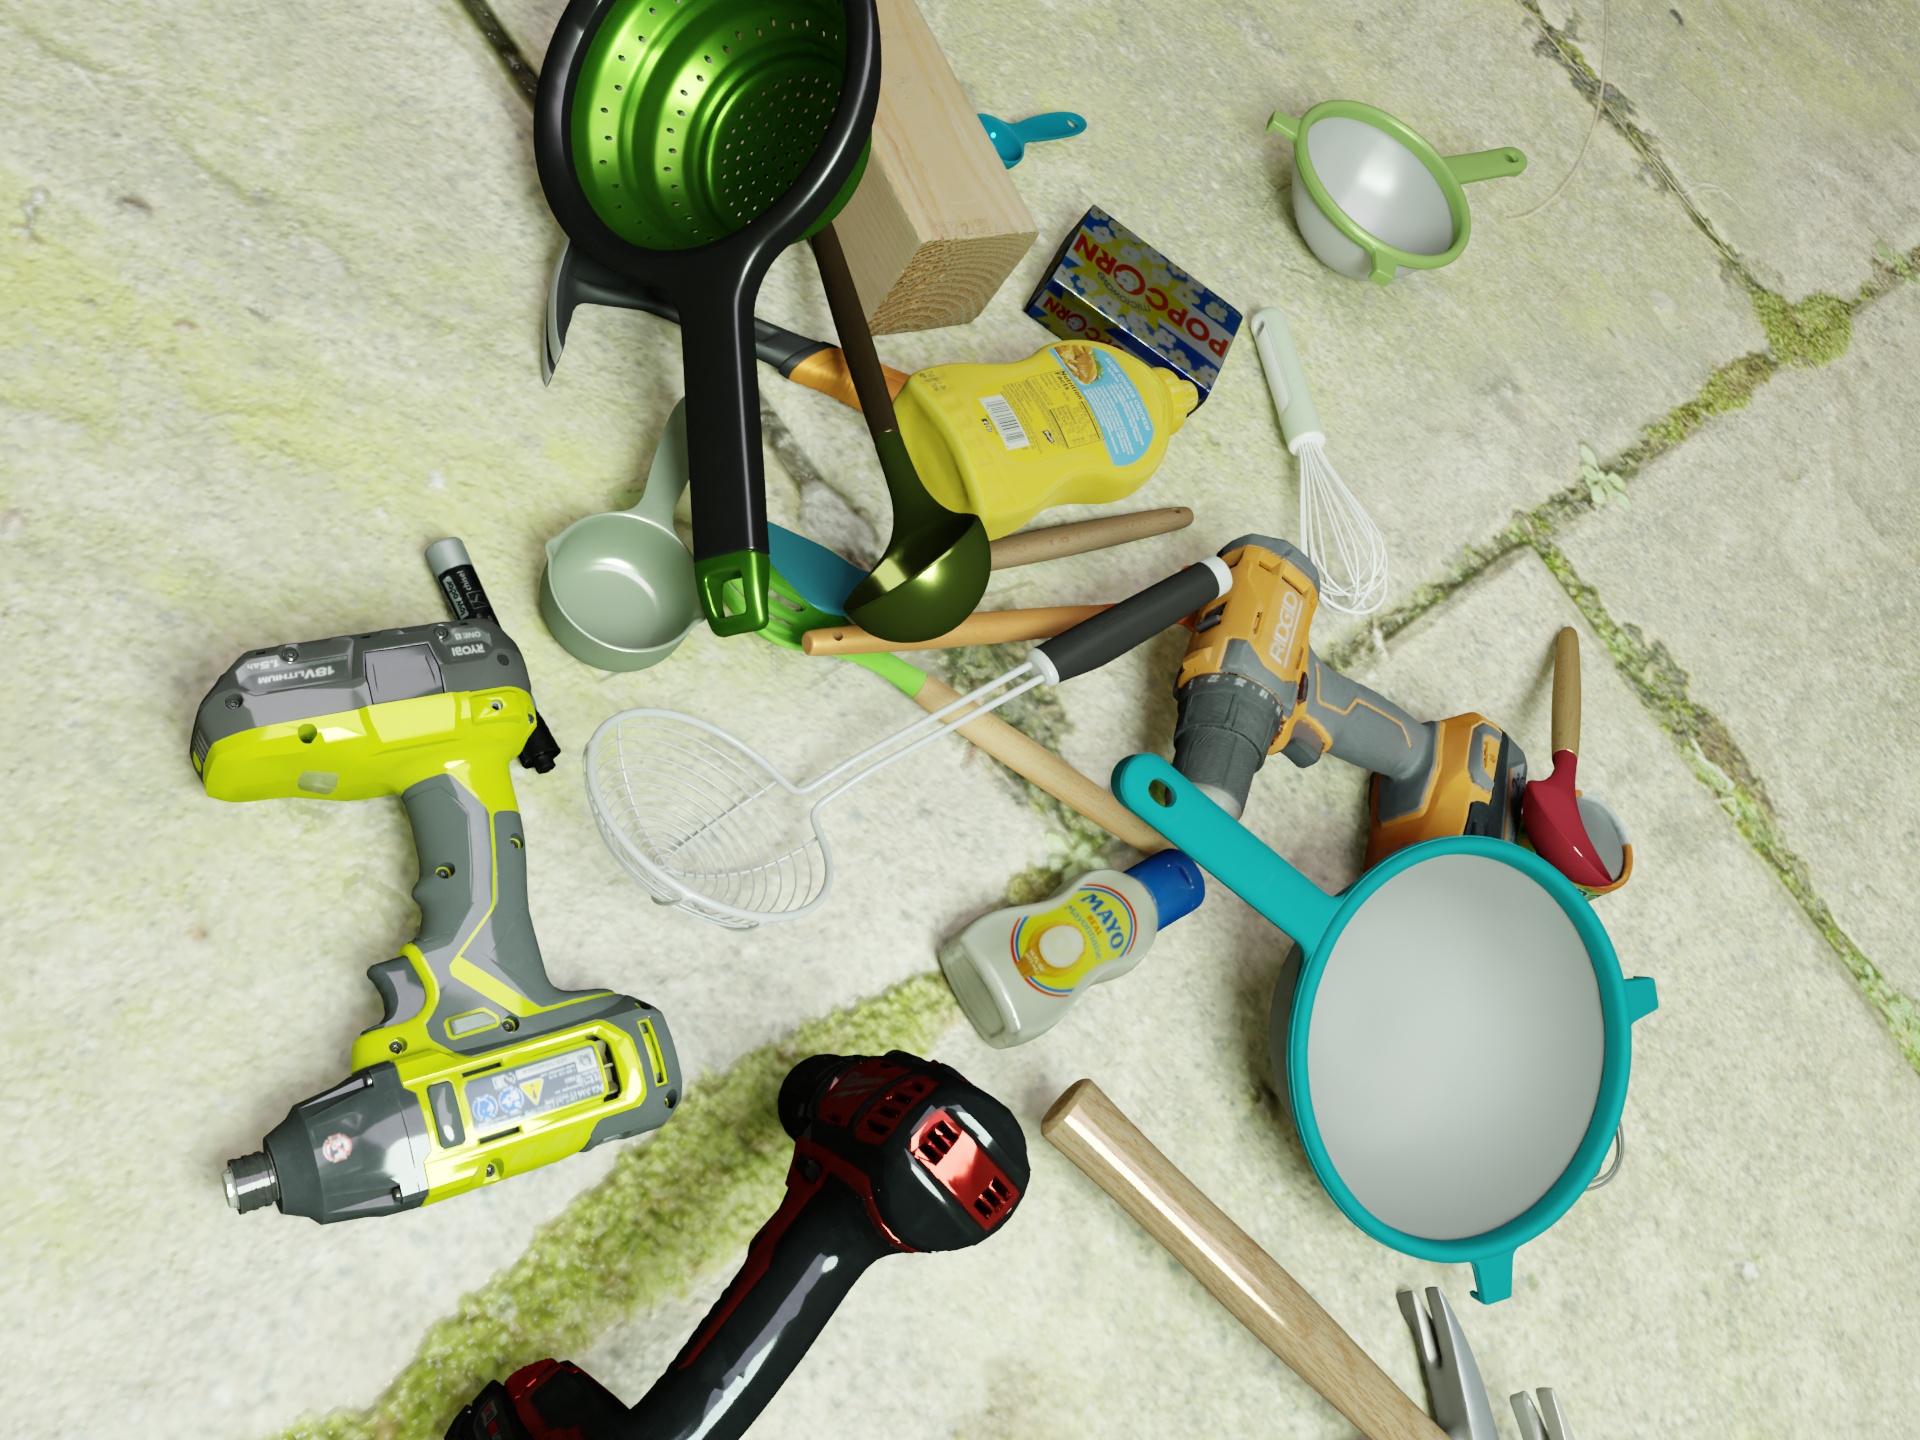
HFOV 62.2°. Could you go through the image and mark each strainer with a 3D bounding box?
[{"bbox_3d":[0.331,-0.389,1.190,0.256,0.069,0.151,-22,76,-36],"label":"strainer"},{"bbox_3d":[0.189,0.126,0.814,0.340,0.095,0.211,39,74,-15],"label":"strainer"}]

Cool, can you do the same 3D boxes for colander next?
[{"bbox_3d":[-0.106,-0.233,0.814,0.094,0.204,0.397,14,69,-63],"label":"colander"}]

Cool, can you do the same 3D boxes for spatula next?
[{"bbox_3d":[0.054,-0.050,0.875,0.322,0.041,0.081,-7,70,-34],"label":"spatula"},{"bbox_3d":[0.021,-0.099,0.887,0.317,0.044,0.082,-16,50,-36],"label":"spatula"}]

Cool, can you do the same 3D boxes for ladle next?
[{"bbox_3d":[-0.050,-0.170,0.825,0.062,0.078,0.320,35,32,-51],"label":"ladle"},{"bbox_3d":[0.373,0.010,0.980,0.069,0.031,0.315,47,33,-8],"label":"ladle"}]

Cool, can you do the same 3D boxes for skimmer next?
[{"bbox_3d":[-0.005,-0.015,0.766,0.363,0.090,0.127,-28,65,-21],"label":"skimmer"}]

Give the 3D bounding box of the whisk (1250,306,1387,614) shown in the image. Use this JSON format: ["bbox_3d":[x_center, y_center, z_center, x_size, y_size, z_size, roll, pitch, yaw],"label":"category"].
[{"bbox_3d":[0.228,-0.174,1.040,0.059,0.057,0.247,1,61,-19],"label":"whisk"}]

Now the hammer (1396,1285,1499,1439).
[{"bbox_3d":[0.087,0.345,0.704,0.386,0.038,0.143,4,63,-27],"label":"hammer"}]

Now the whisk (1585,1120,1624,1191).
[{"bbox_3d":[0.326,0.154,0.930,0.055,0.055,0.239,4,59,-27],"label":"whisk"}]

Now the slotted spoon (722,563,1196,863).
[{"bbox_3d":[-0.001,-0.003,0.839,0.313,0.031,0.070,33,37,-13],"label":"slotted spoon"}]

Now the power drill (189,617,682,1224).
[{"bbox_3d":[-0.226,0.081,0.646,0.171,0.080,0.223,-12,75,-33],"label":"power drill"}]

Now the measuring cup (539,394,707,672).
[{"bbox_3d":[-0.158,-0.096,0.796,0.083,0.038,0.168,24,55,-16],"label":"measuring cup"}]

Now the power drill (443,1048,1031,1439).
[{"bbox_3d":[-0.086,0.218,0.613,0.227,0.188,0.080,-46,103,-19],"label":"power drill"}]

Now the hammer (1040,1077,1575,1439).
[{"bbox_3d":[0.167,0.289,0.736,0.331,0.031,0.130,44,52,1],"label":"hammer"}]

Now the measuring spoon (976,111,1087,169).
[{"bbox_3d":[0.045,-0.391,1.072,0.042,0.021,0.128,52,44,5],"label":"measuring spoon"}]

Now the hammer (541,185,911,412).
[{"bbox_3d":[-0.064,-0.188,0.894,0.336,0.034,0.127,18,58,-20],"label":"hammer"}]

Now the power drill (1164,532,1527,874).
[{"bbox_3d":[0.209,0.027,0.886,0.226,0.084,0.185,36,54,-20],"label":"power drill"}]
